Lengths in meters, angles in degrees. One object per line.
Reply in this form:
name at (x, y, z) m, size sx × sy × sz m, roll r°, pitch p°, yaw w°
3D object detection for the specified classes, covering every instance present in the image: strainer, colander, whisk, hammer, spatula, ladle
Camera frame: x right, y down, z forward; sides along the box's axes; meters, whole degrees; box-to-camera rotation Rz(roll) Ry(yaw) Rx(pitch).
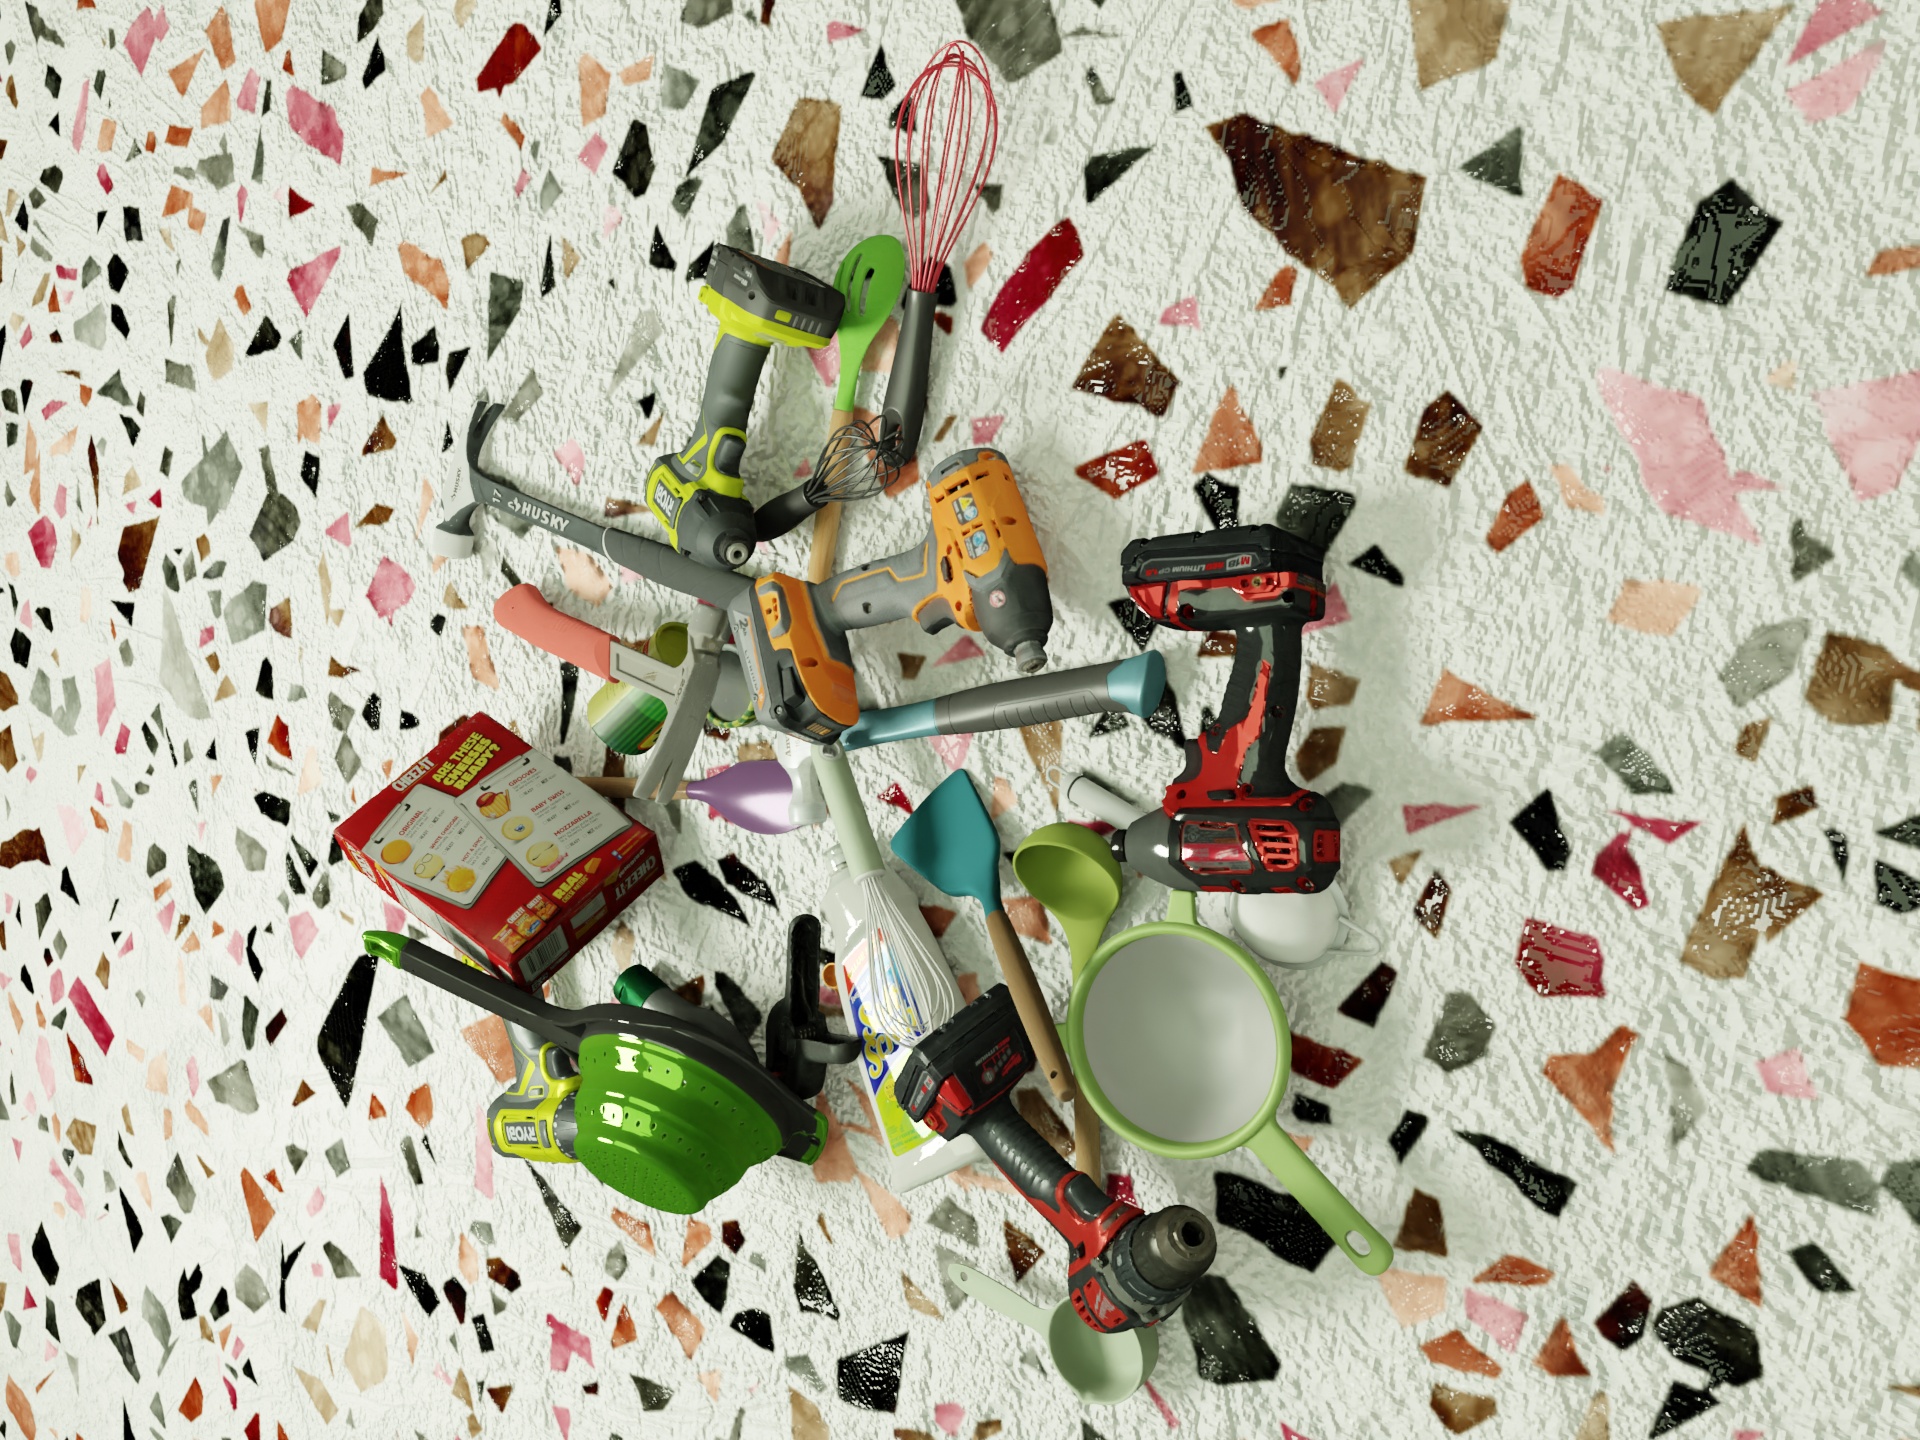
strainer at (0.183, 0.237, 1.009) m, size 0.256 × 0.069 × 0.151 m, roll 47°, pitch 112°, yaw 19°
colander at (-0.300, 0.277, 1.219) m, size 0.397 × 0.095 × 0.204 m, roll 24°, pitch 145°, yaw 4°
strainer at (0.151, 0.092, 1.039) m, size 0.259 × 0.050 × 0.086 m, roll 31°, pitch 125°, yaw 34°
whisk at (-0.106, -0.169, 1.162) m, size 0.239 × 0.055 × 0.055 m, roll -17°, pitch 83°, yaw 59°
hammer at (-0.299, -0.048, 1.284) m, size 0.359 × 0.036 × 0.149 m, roll 20°, pitch 89°, yaw 51°
hammer at (-0.306, -0.160, 1.352) m, size 0.409 × 0.036 × 0.149 m, roll 23°, pitch 105°, yaw 32°
spatula at (0.021, 0.141, 1.046) m, size 0.082 × 0.044 × 0.318 m, roll -47°, pitch 27°, yaw 11°
hammer at (-0.002, -0.004, 1.142) m, size 0.331 × 0.033 × 0.128 m, roll -10°, pitch 85°, yaw 35°
whisk at (-0.062, 0.119, 1.136) m, size 0.059 × 0.058 × 0.246 m, roll 117°, pitch 136°, yaw -61°
ladle at (0.079, 0.227, 1.089) m, size 0.078 × 0.062 × 0.320 m, roll 1°, pitch 96°, yaw 33°
whisk at (-0.024, -0.324, 1.128) m, size 0.073 × 0.073 × 0.295 m, roll 23°, pitch 113°, yaw 32°
spatula at (-0.243, 0.060, 1.330) m, size 0.316 × 0.018 × 0.060 m, roll 1°, pitch 89°, yaw 35°

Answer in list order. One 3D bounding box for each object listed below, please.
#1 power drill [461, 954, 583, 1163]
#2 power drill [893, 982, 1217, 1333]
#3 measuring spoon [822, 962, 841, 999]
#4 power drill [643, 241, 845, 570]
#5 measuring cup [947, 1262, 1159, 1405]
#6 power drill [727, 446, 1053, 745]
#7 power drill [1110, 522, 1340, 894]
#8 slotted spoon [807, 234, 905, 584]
power drill at (-0.354, 0.271, 1.381) m, size 0.190 × 0.080 × 0.228 m, roll -13°, pitch 87°, yaw 43°
power drill at (0.065, 0.282, 1.013) m, size 0.227 × 0.080 × 0.187 m, roll 49°, pitch 153°, yaw 16°
measuring spoon at (-0.068, 0.234, 1.224) m, size 0.021 × 0.011 × 0.117 m, roll -46°, pitch 71°, yaw 18°
power drill at (-0.166, -0.230, 1.194) m, size 0.171 × 0.080 × 0.223 m, roll 46°, pitch 120°, yaw 54°
measuring cup at (0.066, 0.417, 1.123) m, size 0.168 × 0.038 × 0.083 m, roll 16°, pitch 102°, yaw 36°
power drill at (-0.042, -0.069, 1.109) m, size 0.226 × 0.084 × 0.164 m, roll -28°, pitch 64°, yaw 20°
power drill at (0.159, -0.003, 0.983) m, size 0.143 × 0.078 × 0.220 m, roll -4°, pitch 84°, yaw 33°
slotted spoon at (-0.091, -0.208, 1.199) m, size 0.070 × 0.031 × 0.313 m, roll 21°, pitch 107°, yaw 41°
